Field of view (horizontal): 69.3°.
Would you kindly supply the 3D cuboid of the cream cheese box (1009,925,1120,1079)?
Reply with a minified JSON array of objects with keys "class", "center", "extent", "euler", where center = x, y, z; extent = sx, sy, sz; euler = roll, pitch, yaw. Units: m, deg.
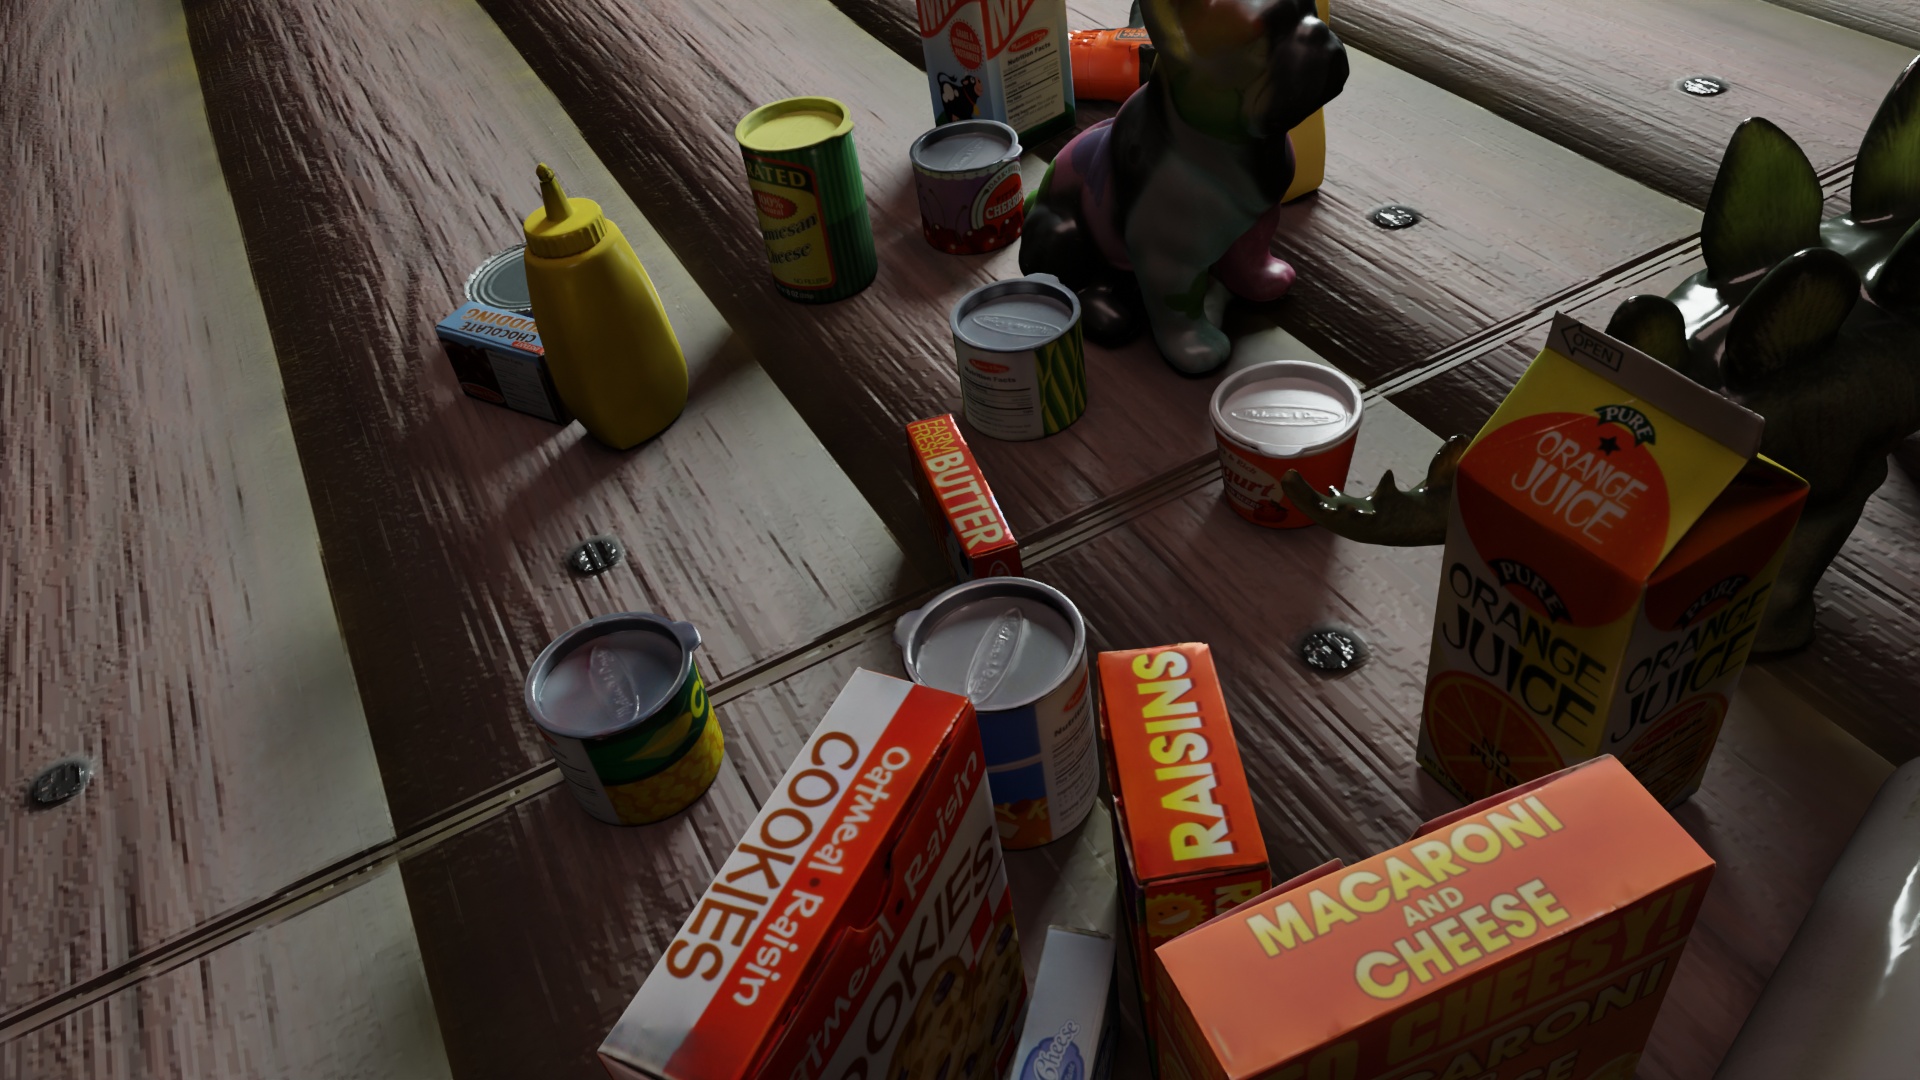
[{"class":"cream cheese box","center":[0.028,0.177,0.420],"extent":[0.024,0.053,0.104],"euler":[5,44,16]}]

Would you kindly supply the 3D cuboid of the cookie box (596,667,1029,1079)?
[{"class":"cookie box","center":[-0.027,0.137,0.390],"extent":[0.040,0.166,0.123],"euler":[13,46,23]}]

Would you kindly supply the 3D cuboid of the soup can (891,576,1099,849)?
[{"class":"soup can","center":[0.015,0.065,0.523],"extent":[0.071,0.083,0.072],"euler":[-5,42,5]}]

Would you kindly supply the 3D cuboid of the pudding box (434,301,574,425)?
[{"class":"pudding box","center":[-0.250,-0.100,0.781],"extent":[0.084,0.049,0.030],"euler":[17,48,27]}]

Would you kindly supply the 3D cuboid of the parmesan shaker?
[{"class":"parmesan shaker","center":[-0.086,-0.199,0.819],"extent":[0.071,0.102,0.072],"euler":[-5,42,5]}]

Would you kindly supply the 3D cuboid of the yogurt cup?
[{"class":"yogurt cup","center":[0.149,-0.043,0.639],"extent":[0.072,0.053,0.073],"euler":[-5,42,5]}]

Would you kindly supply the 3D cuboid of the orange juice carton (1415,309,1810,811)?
[{"class":"orange juice carton","center":[0.209,0.019,0.457],"extent":[0.073,0.191,0.072],"euler":[-26,44,-18]}]

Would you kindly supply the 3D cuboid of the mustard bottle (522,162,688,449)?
[{"class":"mustard bottle","center":[-0.188,-0.124,0.713],"extent":[0.049,0.159,0.065],"euler":[27,53,34]}]

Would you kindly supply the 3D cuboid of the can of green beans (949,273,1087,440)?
[{"class":"can of green beans","center":[0.031,-0.093,0.714],"extent":[0.071,0.057,0.071],"euler":[-5,42,5]}]

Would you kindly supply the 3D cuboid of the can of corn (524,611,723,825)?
[{"class":"can of corn","center":[-0.132,0.071,0.563],"extent":[0.071,0.058,0.071],"euler":[-5,42,5]}]

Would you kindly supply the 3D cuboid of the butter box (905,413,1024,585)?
[{"class":"butter box","center":[0.002,-0.008,0.629],"extent":[0.024,0.052,0.104],"euler":[-17,42,-8]}]

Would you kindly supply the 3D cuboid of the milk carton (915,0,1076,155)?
[{"class":"milk carton","center":[0.019,-0.354,0.905],"extent":[0.074,0.189,0.072],"euler":[-33,47,-23]}]

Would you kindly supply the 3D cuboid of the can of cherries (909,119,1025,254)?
[{"class":"can of cherries","center":[0.007,-0.217,0.854],"extent":[0.071,0.058,0.072],"euler":[-5,42,5]}]

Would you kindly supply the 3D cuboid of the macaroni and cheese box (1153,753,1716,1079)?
[{"class":"macaroni and cheese box","center":[0.114,0.139,0.361],"extent":[0.124,0.165,0.040],"euler":[-20,43,-11]}]

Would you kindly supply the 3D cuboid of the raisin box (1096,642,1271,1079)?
[{"class":"raisin box","center":[0.069,0.105,0.440],"extent":[0.040,0.122,0.086],"euler":[-8,42,3]}]
